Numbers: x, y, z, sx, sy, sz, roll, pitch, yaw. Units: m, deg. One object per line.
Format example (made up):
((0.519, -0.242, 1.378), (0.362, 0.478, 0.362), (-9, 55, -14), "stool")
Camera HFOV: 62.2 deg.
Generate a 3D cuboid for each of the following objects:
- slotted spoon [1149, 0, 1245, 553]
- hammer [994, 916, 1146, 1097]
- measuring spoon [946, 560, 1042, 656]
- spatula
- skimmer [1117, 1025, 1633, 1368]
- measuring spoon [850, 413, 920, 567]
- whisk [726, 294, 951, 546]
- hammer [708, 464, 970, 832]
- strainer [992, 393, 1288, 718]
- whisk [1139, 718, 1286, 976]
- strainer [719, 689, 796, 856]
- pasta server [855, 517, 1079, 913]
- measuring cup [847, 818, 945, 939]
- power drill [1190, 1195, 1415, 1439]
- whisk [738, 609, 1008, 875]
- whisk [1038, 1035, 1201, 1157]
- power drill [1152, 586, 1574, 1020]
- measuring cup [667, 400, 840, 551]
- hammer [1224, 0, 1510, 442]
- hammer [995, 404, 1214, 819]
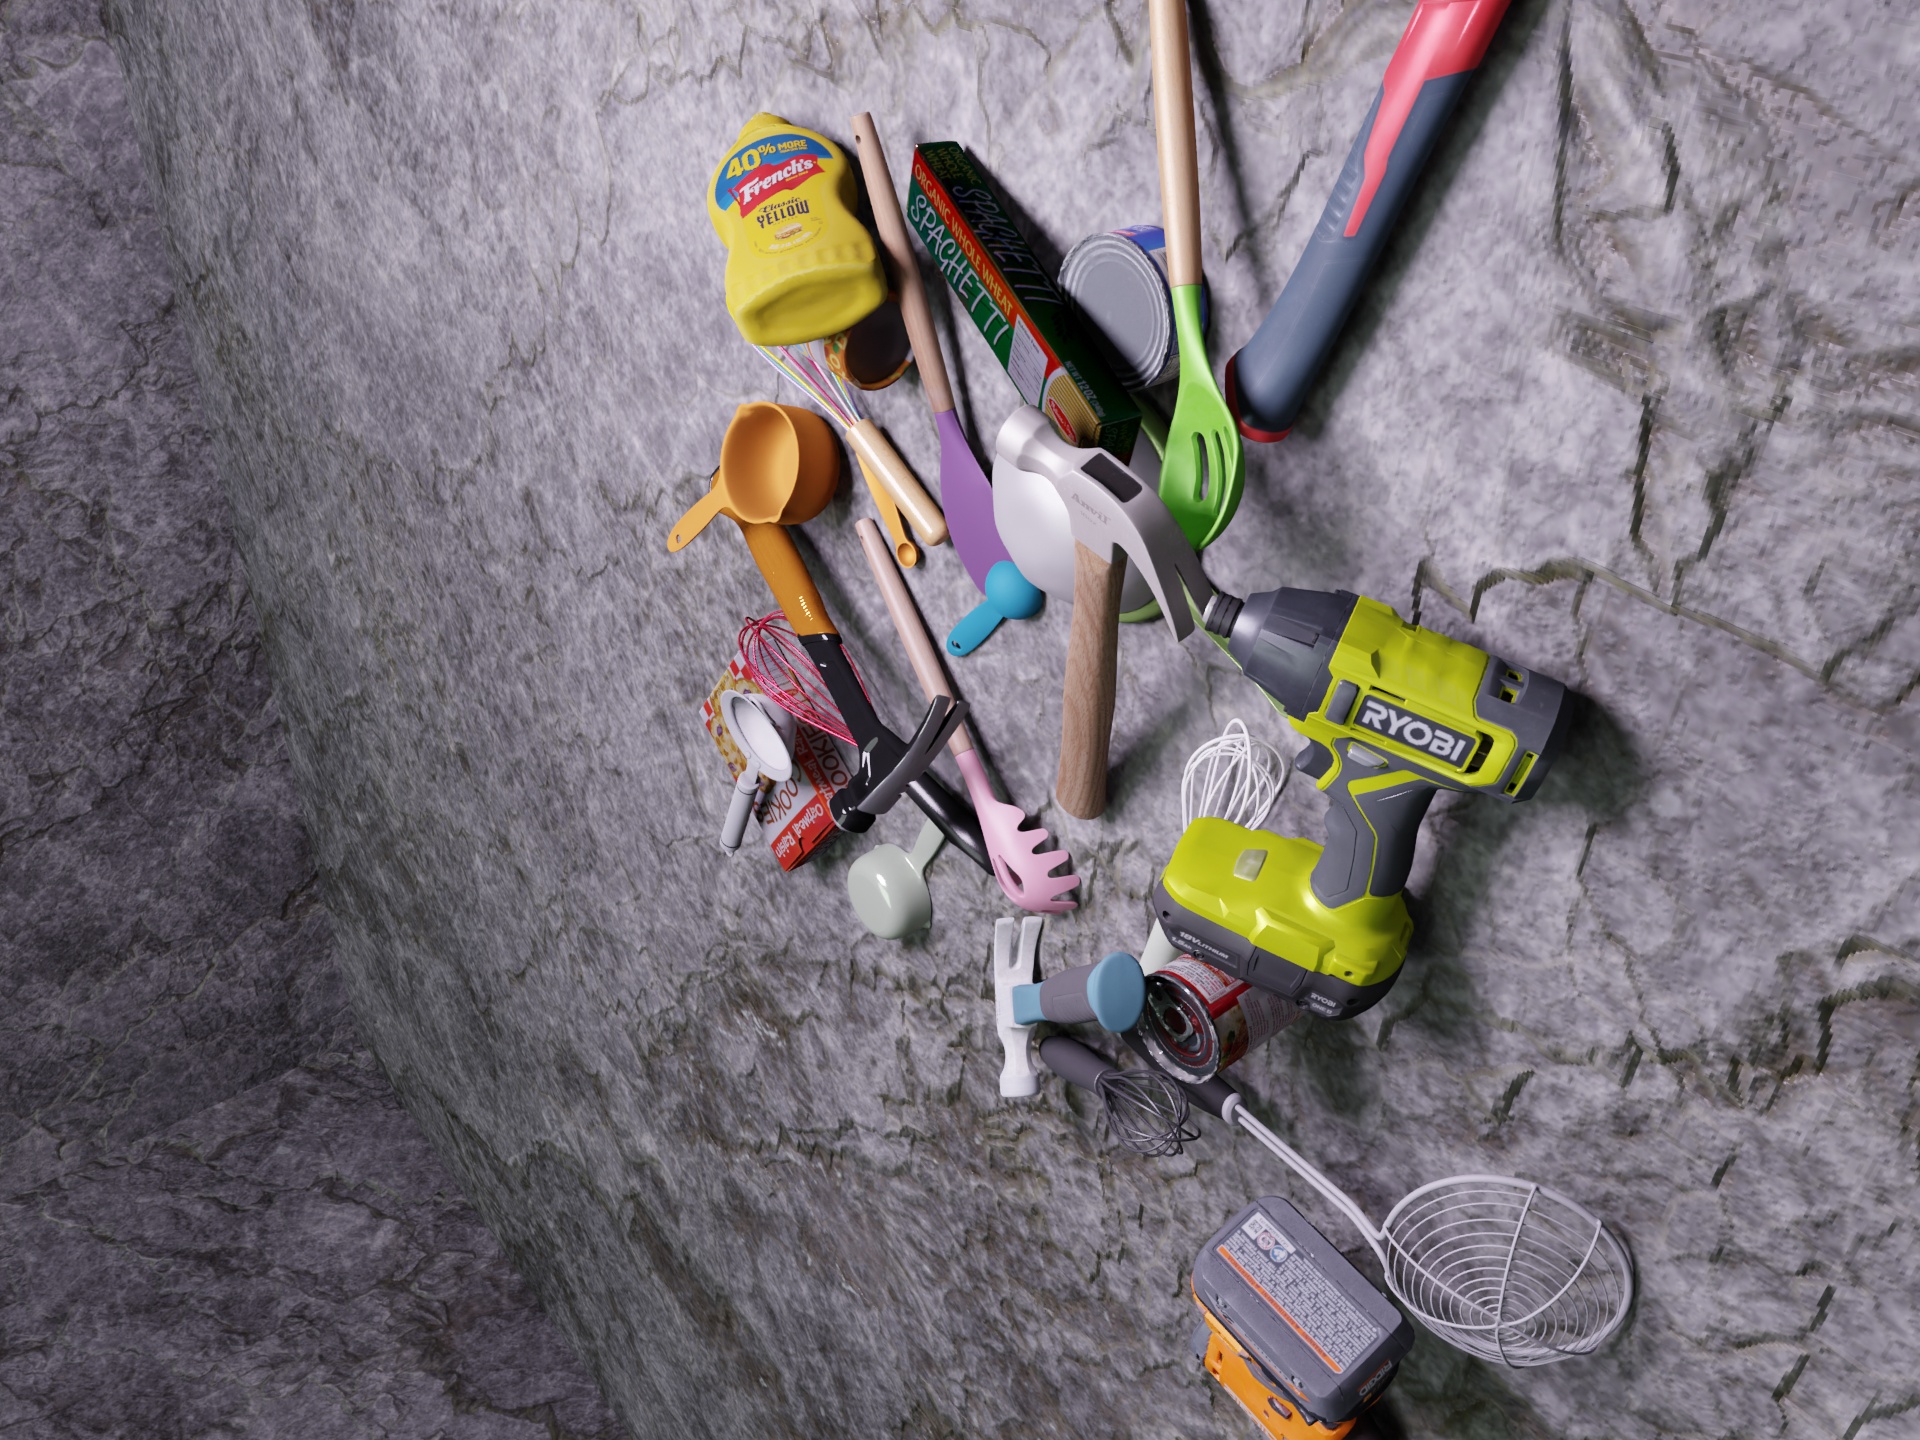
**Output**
((0.111, -0.240, 0.782), (0.070, 0.031, 0.313), (-169, 72, -65), "slotted spoon")
((0.064, 0.183, 1.036), (0.331, 0.033, 0.128), (127, 140, -75), "hammer")
((0.013, -0.066, 1.068), (0.042, 0.021, 0.128), (48, 148, -1), "measuring spoon")
((-0.019, -0.221, 1.006), (0.060, 0.018, 0.315), (12, 126, 50), "spatula")
((0.227, 0.255, 0.962), (0.364, 0.090, 0.127), (33, 139, 55), "skimmer")
((-0.053, -0.163, 1.123), (0.021, 0.011, 0.117), (-24, 86, 46), "measuring spoon")
((-0.087, -0.216, 1.101), (0.051, 0.047, 0.245), (-43, 77, 28), "whisk")
((-0.108, -0.082, 1.173), (0.127, 0.034, 0.337), (-48, 53, 24), "hammer")
((0.093, -0.085, 0.904), (0.257, 0.069, 0.151), (50, 144, 27), "strainer")
((0.144, 0.092, 0.972), (0.246, 0.058, 0.059), (102, 168, -46), "whisk")
((-0.173, 0.045, 1.318), (0.087, 0.050, 0.258), (46, 145, 15), "strainer")
((-0.002, -0.004, 1.134), (0.060, 0.040, 0.316), (-37, 75, 57), "pasta server")
((-0.048, 0.119, 1.259), (0.083, 0.038, 0.167), (55, 148, 18), "measuring cup")
((0.217, 0.403, 0.985), (0.164, 0.084, 0.226), (42, 158, 32), "power drill")
((-0.067, 0.013, 1.207), (0.296, 0.073, 0.073), (44, 141, 22), "whisk")
((0.098, 0.249, 1.083), (0.239, 0.055, 0.055), (-176, 66, -73), "whisk")
((0.183, 0.038, 0.807), (0.171, 0.080, 0.223), (24, 134, 12), "power drill")
((-0.155, -0.169, 1.187), (0.173, 0.052, 0.095), (-32, 71, 41), "measuring cup")
((0.207, -0.263, 0.663), (0.143, 0.038, 0.386), (48, 143, 24), "hammer")
((0.077, -0.031, 0.908), (0.130, 0.031, 0.331), (41, 158, 23), "hammer")
